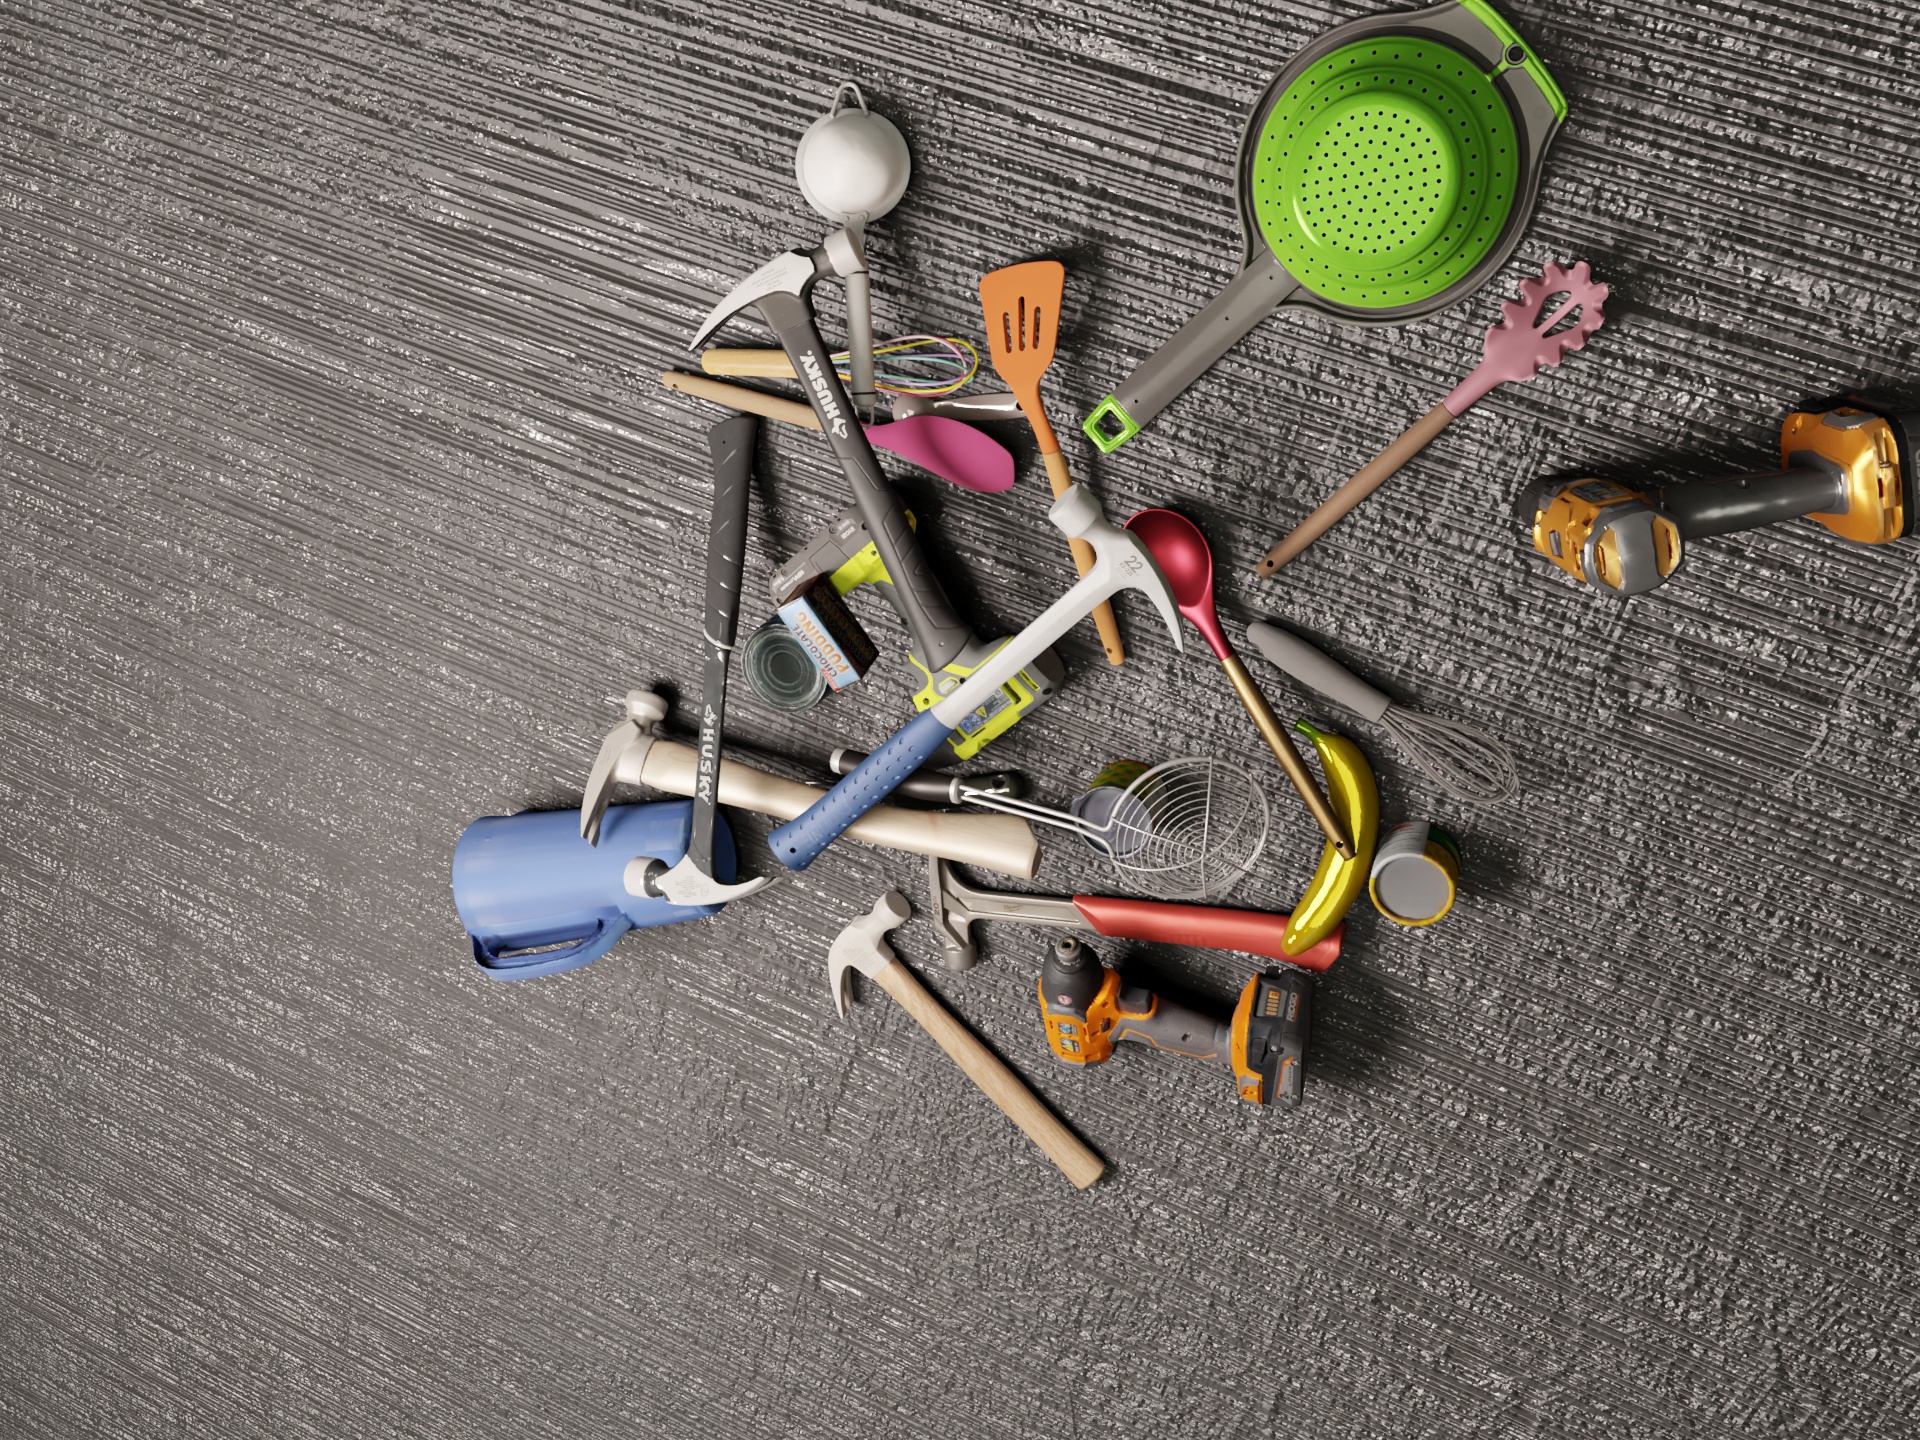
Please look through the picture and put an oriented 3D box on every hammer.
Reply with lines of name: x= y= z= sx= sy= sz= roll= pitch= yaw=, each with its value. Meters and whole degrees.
hammer: x=-0.200 y=-0.048 z=1.322 sx=0.149 sy=0.036 sz=0.409 roll=5 pitch=90 yaw=30
hammer: x=-0.131 y=0.082 z=1.370 sx=0.411 sy=0.146 sz=0.038 roll=13 pitch=160 yaw=17
hammer: x=-0.002 y=-0.004 z=1.239 sx=0.144 sy=0.035 sz=0.405 roll=42 pitch=117 yaw=-15
hammer: x=-0.080 y=-0.189 z=1.217 sx=0.146 sy=0.035 sz=0.334 roll=-22 pitch=104 yaw=12
hammer: x=0.145 y=0.162 z=1.363 sx=0.359 sy=0.037 sz=0.149 roll=3 pitch=112 yaw=21
hammer: x=0.007 y=0.312 z=1.481 sx=0.331 sy=0.031 sz=0.130 roll=46 pitch=119 yaw=-2

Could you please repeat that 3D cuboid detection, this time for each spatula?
spatula: x=0.083 y=-0.191 z=1.237 sx=0.081 sy=0.041 sz=0.322 roll=2 pitch=121 yaw=41

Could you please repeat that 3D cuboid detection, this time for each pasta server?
pasta server: x=0.327 y=-0.204 z=1.139 sx=0.316 sy=0.040 sz=0.060 roll=-43 pitch=80 yaw=31

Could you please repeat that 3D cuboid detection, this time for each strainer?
strainer: x=-0.078 y=-0.351 z=1.204 sx=0.087 sy=0.050 sz=0.258 roll=-3 pitch=102 yaw=0

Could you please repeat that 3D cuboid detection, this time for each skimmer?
skimmer: x=0.065 y=0.058 z=1.288 sx=0.363 sy=0.090 sz=0.127 roll=13 pitch=122 yaw=29

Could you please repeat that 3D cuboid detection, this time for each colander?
colander: x=0.224 y=-0.315 z=1.099 sx=0.204 sy=0.094 sz=0.397 roll=48 pitch=119 yaw=-3

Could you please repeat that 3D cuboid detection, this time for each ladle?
ladle: x=0.222 y=-0.028 z=1.236 sx=0.069 sy=0.031 sz=0.315 roll=-31 pitch=89 yaw=31

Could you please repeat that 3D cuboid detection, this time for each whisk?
whisk: x=-0.098 y=-0.286 z=1.273 sx=0.245 sy=0.051 sz=0.047 roll=7 pitch=93 yaw=23
whisk: x=0.322 y=-0.008 z=1.219 sx=0.239 sy=0.055 sz=0.055 roll=33 pitch=119 yaw=10
whisk: x=-0.061 y=0.072 z=1.404 sx=0.246 sy=0.058 sz=0.059 roll=-8 pitch=143 yaw=21

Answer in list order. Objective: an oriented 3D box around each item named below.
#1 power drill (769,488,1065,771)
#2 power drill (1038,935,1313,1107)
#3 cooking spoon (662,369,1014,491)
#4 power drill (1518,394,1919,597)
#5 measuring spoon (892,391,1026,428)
power drill: x=-0.045 y=-0.068 z=1.320 sx=0.171 sy=0.080 sz=0.223 roll=-37 pitch=98 yaw=29
power drill: x=0.176 y=0.244 z=1.329 sx=0.226 sy=0.084 sz=0.164 roll=7 pitch=142 yaw=17
cooking spoon: x=-0.103 y=-0.241 z=1.293 sx=0.319 sy=0.017 sz=0.068 roll=18 pitch=146 yaw=17
power drill: x=0.490 y=-0.148 z=1.044 sx=0.226 sy=0.185 sz=0.084 roll=-14 pitch=107 yaw=6
measuring spoon: x=0.002 y=-0.246 z=1.258 sx=0.124 sy=0.018 sz=0.034 roll=0 pitch=111 yaw=20
